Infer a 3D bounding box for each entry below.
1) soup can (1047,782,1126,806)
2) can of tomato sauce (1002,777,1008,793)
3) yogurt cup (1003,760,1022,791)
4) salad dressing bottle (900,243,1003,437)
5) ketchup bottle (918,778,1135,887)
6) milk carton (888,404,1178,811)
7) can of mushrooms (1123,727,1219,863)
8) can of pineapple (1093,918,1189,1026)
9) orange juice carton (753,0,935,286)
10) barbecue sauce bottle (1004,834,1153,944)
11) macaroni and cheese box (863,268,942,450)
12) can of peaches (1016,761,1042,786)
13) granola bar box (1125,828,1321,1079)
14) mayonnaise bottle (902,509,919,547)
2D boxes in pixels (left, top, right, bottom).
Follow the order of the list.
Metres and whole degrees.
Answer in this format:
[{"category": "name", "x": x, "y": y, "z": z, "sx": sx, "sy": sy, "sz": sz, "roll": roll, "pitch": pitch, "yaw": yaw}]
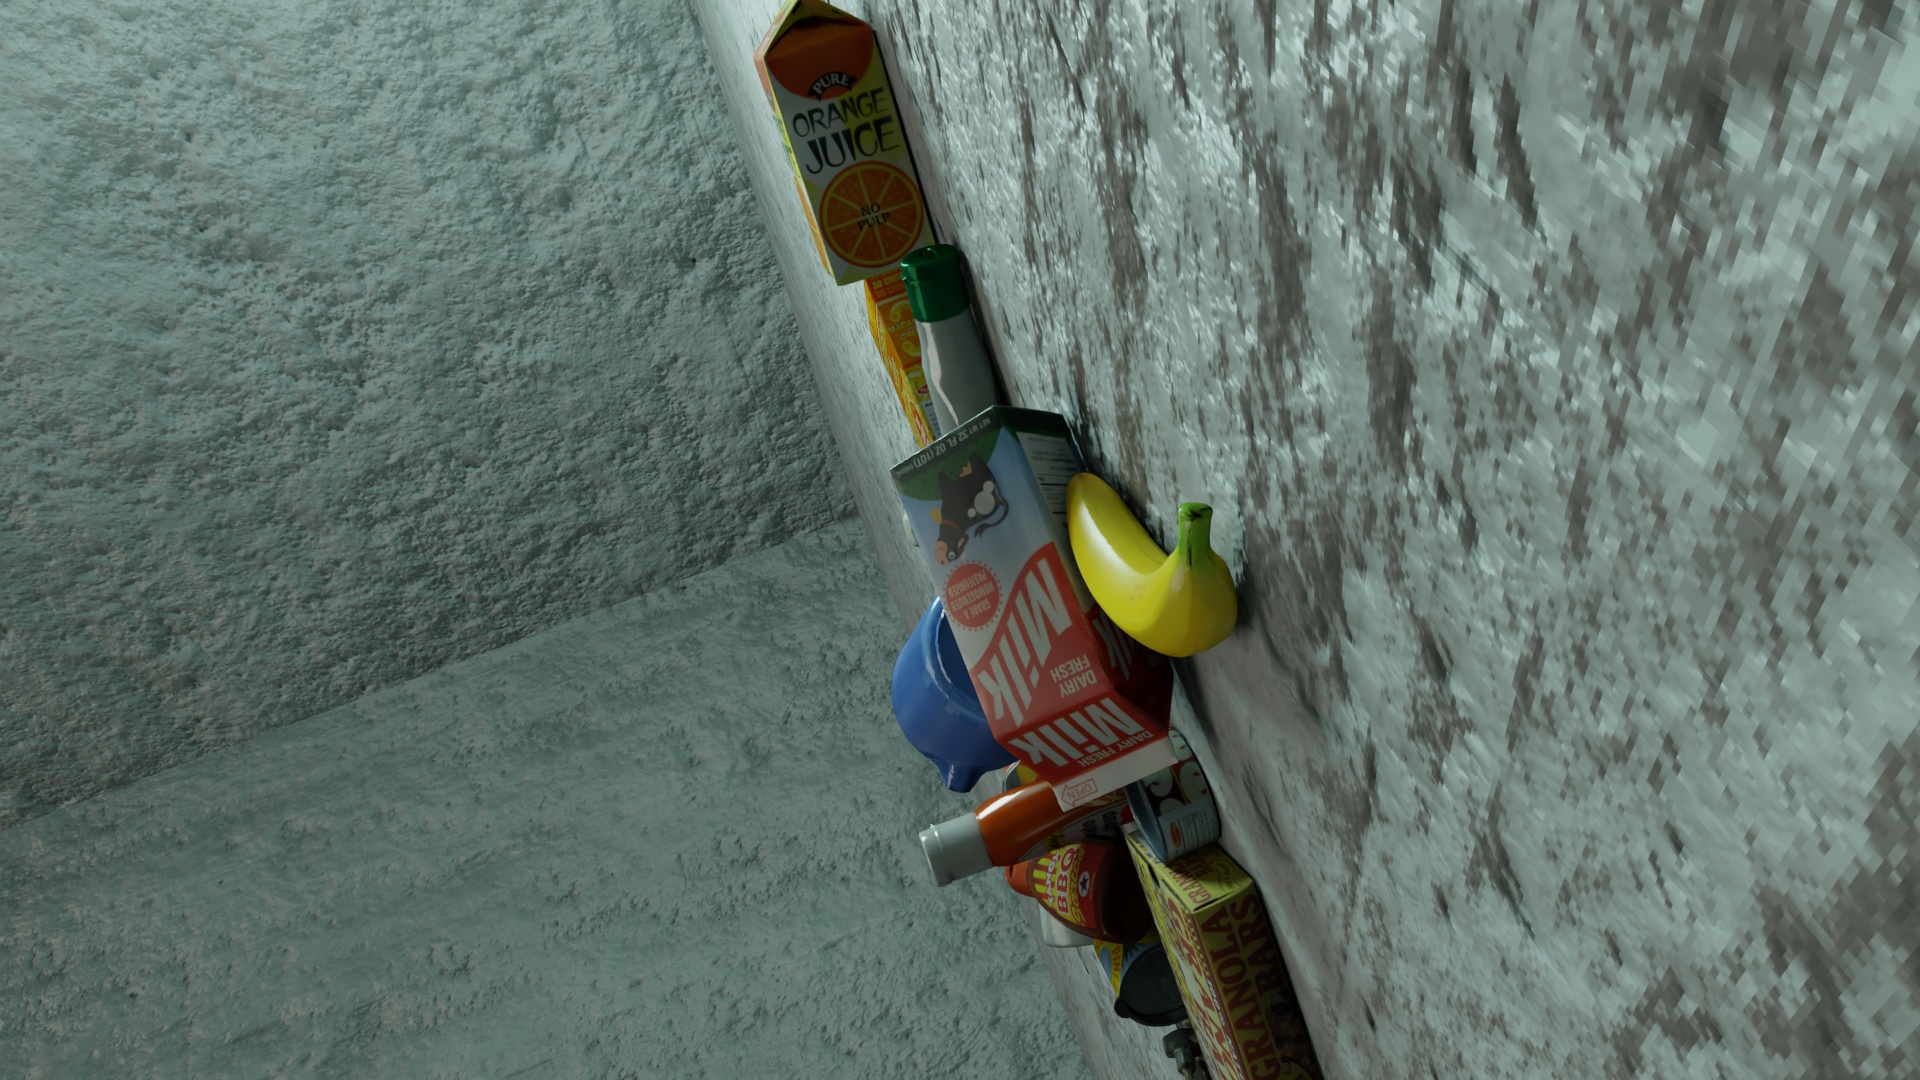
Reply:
[{"category": "soup can", "x": 0.075, "y": 0.104, "z": 0.808, "sx": 0.071, "sy": 0.071, "sz": 0.083, "roll": -119, "pitch": 9, "yaw": -54}, {"category": "can of tomato sauce", "x": 0.074, "y": 0.242, "z": 1.281, "sx": 0.082, "sy": 0.071, "sz": 0.071, "roll": 79, "pitch": 169, "yaw": -63}, {"category": "yogurt cup", "x": 0.065, "y": 0.177, "z": 1.169, "sx": 0.072, "sy": 0.072, "sz": 0.054, "roll": 76, "pitch": 179, "yaw": -48}, {"category": "salad dressing bottle", "x": -0.002, "y": -0.113, "z": 0.881, "sx": 0.064, "sy": 0.044, "sz": 0.147, "roll": -117, "pitch": 10, "yaw": -61}, {"category": "ketchup bottle", "x": 0.049, "y": 0.175, "z": 0.876, "sx": 0.064, "sy": 0.149, "sz": 0.044, "roll": 81, "pitch": 168, "yaw": -62}, {"category": "milk carton", "x": 0.043, "y": 0.034, "z": 0.694, "sx": 0.073, "sy": 0.072, "sz": 0.191, "roll": 0, "pitch": -116, "yaw": -58}, {"category": "can of mushrooms", "x": 0.109, "y": 0.134, "z": 0.745, "sx": 0.071, "sy": 0.033, "sz": 0.071, "roll": 162, "pitch": 87, "yaw": -85}, {"category": "can of pineapple", "x": 0.124, "y": 0.273, "z": 0.910, "sx": 0.058, "sy": 0.071, "sz": 0.070, "roll": -124, "pitch": 14, "yaw": -66}, {"category": "orange juice carton", "x": -0.081, "y": -0.271, "z": 0.906, "sx": 0.072, "sy": 0.073, "sz": 0.192, "roll": -123, "pitch": 14, "yaw": -66}, {"category": "barbecue sauce bottle", "x": 0.077, "y": 0.227, "z": 0.926, "sx": 0.148, "sy": 0.044, "sz": 0.065, "roll": 163, "pitch": 118, "yaw": -66}, {"category": "macaroni and cheese box", "x": -0.027, "y": -0.121, "z": 1.089, "sx": 0.123, "sy": 0.040, "sz": 0.166, "roll": 93, "pitch": 155, "yaw": -77}, {"category": "can of peaches", "x": 0.078, "y": 0.180, "z": 1.010, "sx": 0.071, "sy": 0.071, "sz": 0.058, "roll": 82, "pitch": 167, "yaw": -65}, {"category": "granola bar box", "x": 0.147, "y": 0.246, "z": 0.756, "sx": 0.124, "sy": 0.039, "sz": 0.165, "roll": -146, "pitch": 36, "yaw": -80}, {"category": "mayonnaise bottle", "x": -0.024, "y": -0.026, "z": 1.305, "sx": 0.148, "sy": 0.065, "sz": 0.041, "roll": -122, "pitch": 15, "yaw": -79}]
